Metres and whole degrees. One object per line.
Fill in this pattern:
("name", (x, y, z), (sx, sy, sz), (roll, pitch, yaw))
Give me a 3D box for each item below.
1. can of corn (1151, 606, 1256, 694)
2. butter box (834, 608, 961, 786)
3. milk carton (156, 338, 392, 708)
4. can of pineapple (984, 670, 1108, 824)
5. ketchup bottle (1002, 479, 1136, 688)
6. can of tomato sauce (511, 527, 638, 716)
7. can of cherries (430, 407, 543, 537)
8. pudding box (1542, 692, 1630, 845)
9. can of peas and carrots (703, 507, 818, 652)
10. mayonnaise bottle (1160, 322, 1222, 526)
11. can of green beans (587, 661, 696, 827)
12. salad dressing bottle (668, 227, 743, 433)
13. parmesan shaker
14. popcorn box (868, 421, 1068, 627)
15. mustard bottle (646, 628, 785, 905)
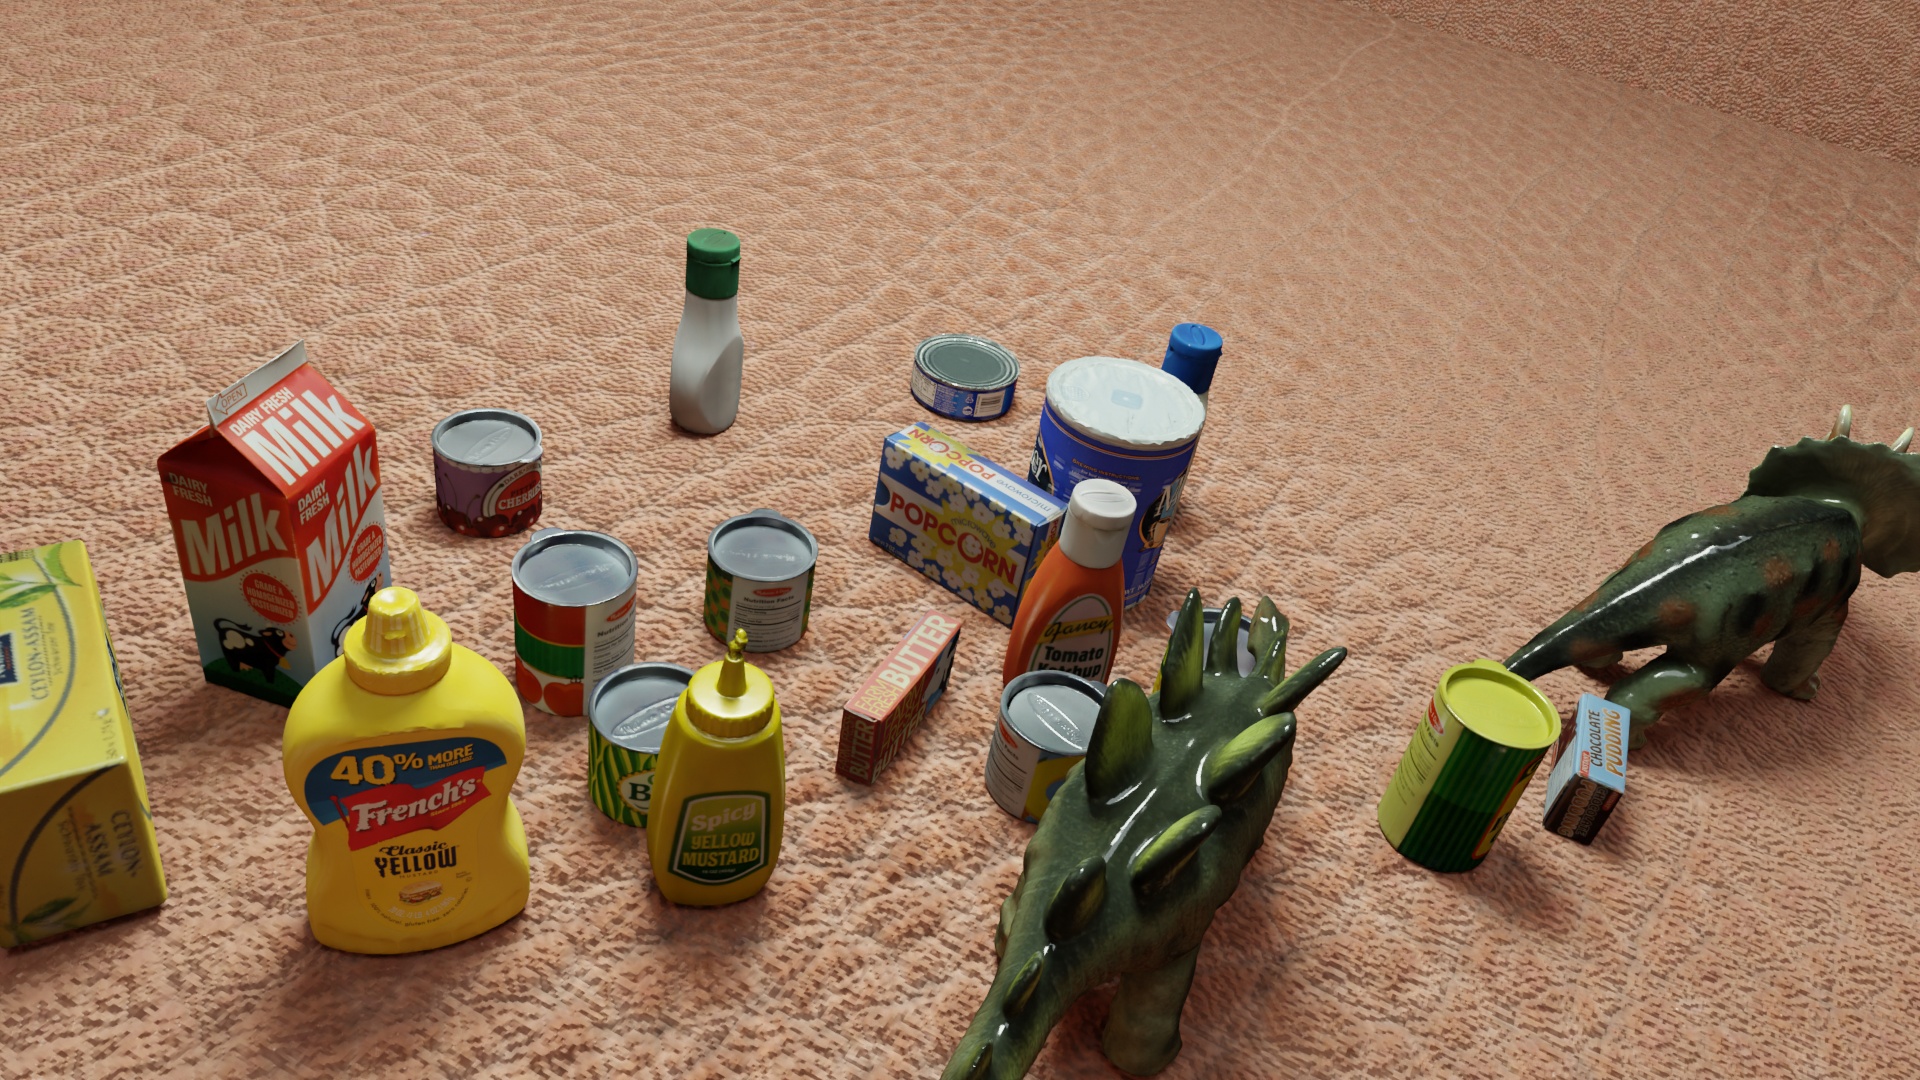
("can of corn", (0.152, 0.082, 0.846), (0.071, 0.058, 0.071), (8, 36, -6))
("butter box", (-0.034, 0.088, 0.791), (0.024, 0.052, 0.104), (23, 37, 15))
("milk carton", (-0.349, -0.007, 0.715), (0.073, 0.189, 0.073), (16, 36, 6))
("can of pineapple", (0.052, 0.115, 0.774), (0.071, 0.057, 0.071), (8, 36, -6))
("ketchup bottle", (0.067, 0.033, 0.812), (0.065, 0.148, 0.044), (1, 37, -14))
("can of tomato sauce", (-0.216, 0.045, 0.772), (0.071, 0.082, 0.071), (8, 36, -6))
("can of cherries", (-0.300, -0.042, 0.888), (0.071, 0.058, 0.072), (8, 36, -6))
("pudding box", (0.380, 0.137, 0.843), (0.030, 0.049, 0.084), (22, 37, 14))
("can of peas and carrots", (-0.123, 0.024, 0.847), (0.071, 0.058, 0.071), (8, 36, -6))
("mayonnaise bottle", (0.150, -0.083, 0.992), (0.041, 0.147, 0.065), (7, 36, -7))
("can of green beans", (-0.161, 0.107, 0.726), (0.071, 0.057, 0.071), (8, 36, -6))
("salad dressing bottle", (-0.179, -0.148, 0.989), (0.044, 0.146, 0.064), (22, 37, 14))
("parmesan shaker", (0.285, 0.127, 0.784), (0.071, 0.102, 0.072), (8, 36, -6))
("popcorn box", (0.003, -0.011, 0.908), (0.127, 0.084, 0.038), (31, 40, 25))
("mustard bottle", (-0.113, 0.106, 0.654), (0.065, 0.159, 0.049), (-1, 38, -17))
